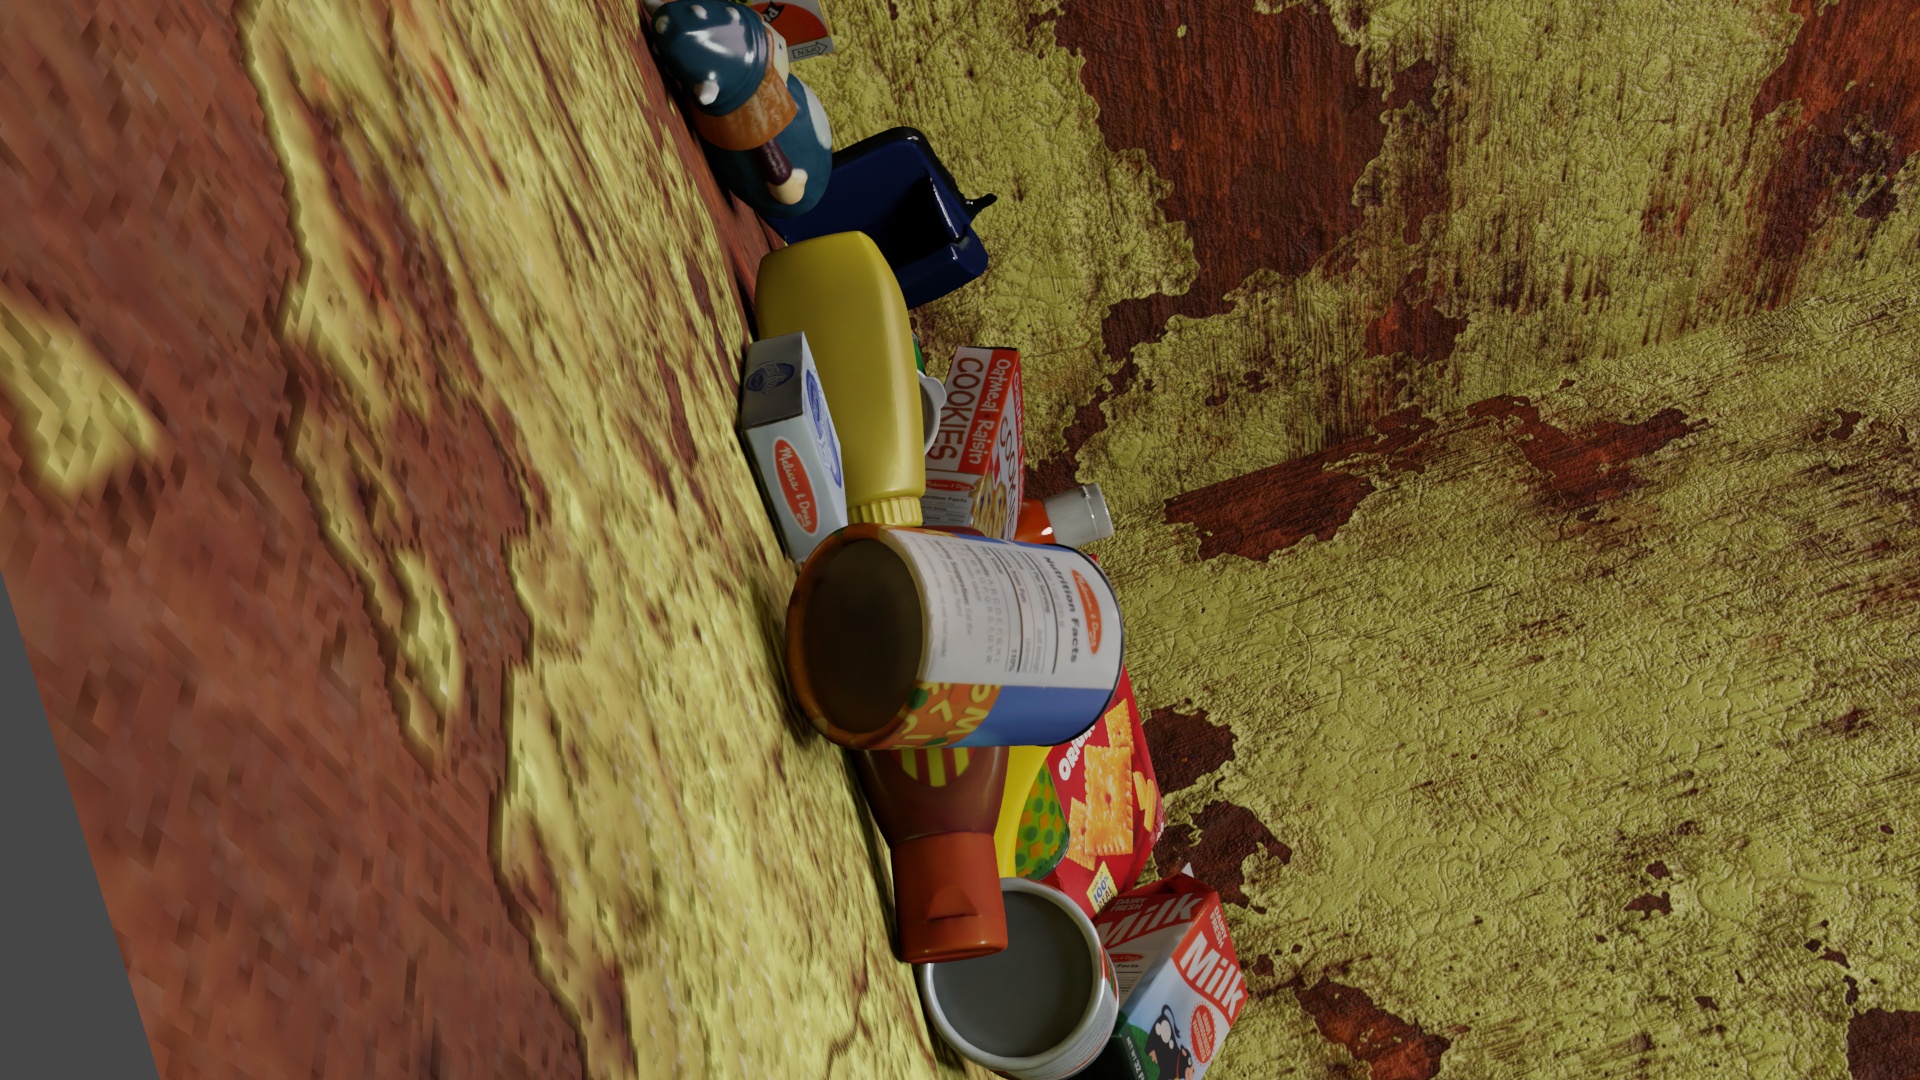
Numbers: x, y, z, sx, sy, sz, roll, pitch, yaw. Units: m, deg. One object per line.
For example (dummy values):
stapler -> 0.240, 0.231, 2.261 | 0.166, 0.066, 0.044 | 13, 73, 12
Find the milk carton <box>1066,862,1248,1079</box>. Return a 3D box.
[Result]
milk carton -> 0.109, 0.263, 0.808 | 0.191, 0.073, 0.072 | -31, 106, -55

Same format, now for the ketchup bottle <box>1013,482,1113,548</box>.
ketchup bottle -> 0.022, 0.002, 0.888 | 0.065, 0.149, 0.043 | -107, 178, -49

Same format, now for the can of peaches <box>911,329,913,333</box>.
can of peaches -> -0.057, -0.109, 0.957 | 0.071, 0.071, 0.058 | -104, 177, -77

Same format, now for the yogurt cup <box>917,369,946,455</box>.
yogurt cup -> -0.050, -0.072, 0.722 | 0.054, 0.072, 0.072 | -120, -170, -55

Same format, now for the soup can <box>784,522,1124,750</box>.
soup can -> -0.003, 0.032, 0.425 | 0.084, 0.071, 0.071 | 7, 57, -45

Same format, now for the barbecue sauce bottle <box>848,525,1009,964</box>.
barbecue sauce bottle -> -0.011, 0.070, 0.489 | 0.043, 0.065, 0.149 | 95, -12, -67

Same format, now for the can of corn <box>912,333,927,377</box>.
can of corn -> -0.051, -0.081, 0.796 | 0.071, 0.071, 0.058 | 70, 3, -75

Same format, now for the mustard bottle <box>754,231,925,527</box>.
mustard bottle -> -0.046, -0.050, 0.602 | 0.049, 0.065, 0.160 | 33, 45, -81

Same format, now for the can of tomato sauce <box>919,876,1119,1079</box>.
can of tomato sauce -> 0.022, 0.163, 0.515 | 0.082, 0.071, 0.071 | 70, 3, -65

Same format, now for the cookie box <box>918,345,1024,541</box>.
cookie box -> 0.003, -0.010, 0.777 | 0.122, 0.040, 0.168 | 87, 14, -46

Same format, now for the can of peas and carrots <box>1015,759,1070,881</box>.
can of peas and carrots -> 0.011, 0.122, 0.641 | 0.071, 0.071, 0.058 | -106, 178, -64

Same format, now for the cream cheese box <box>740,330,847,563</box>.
cream cheese box -> -0.062, -0.038, 0.519 | 0.104, 0.024, 0.053 | -105, 179, -65

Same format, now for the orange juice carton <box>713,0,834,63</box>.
orange juice carton -> -0.124, -0.329, 0.754 | 0.192, 0.072, 0.073 | 70, 3, -61
